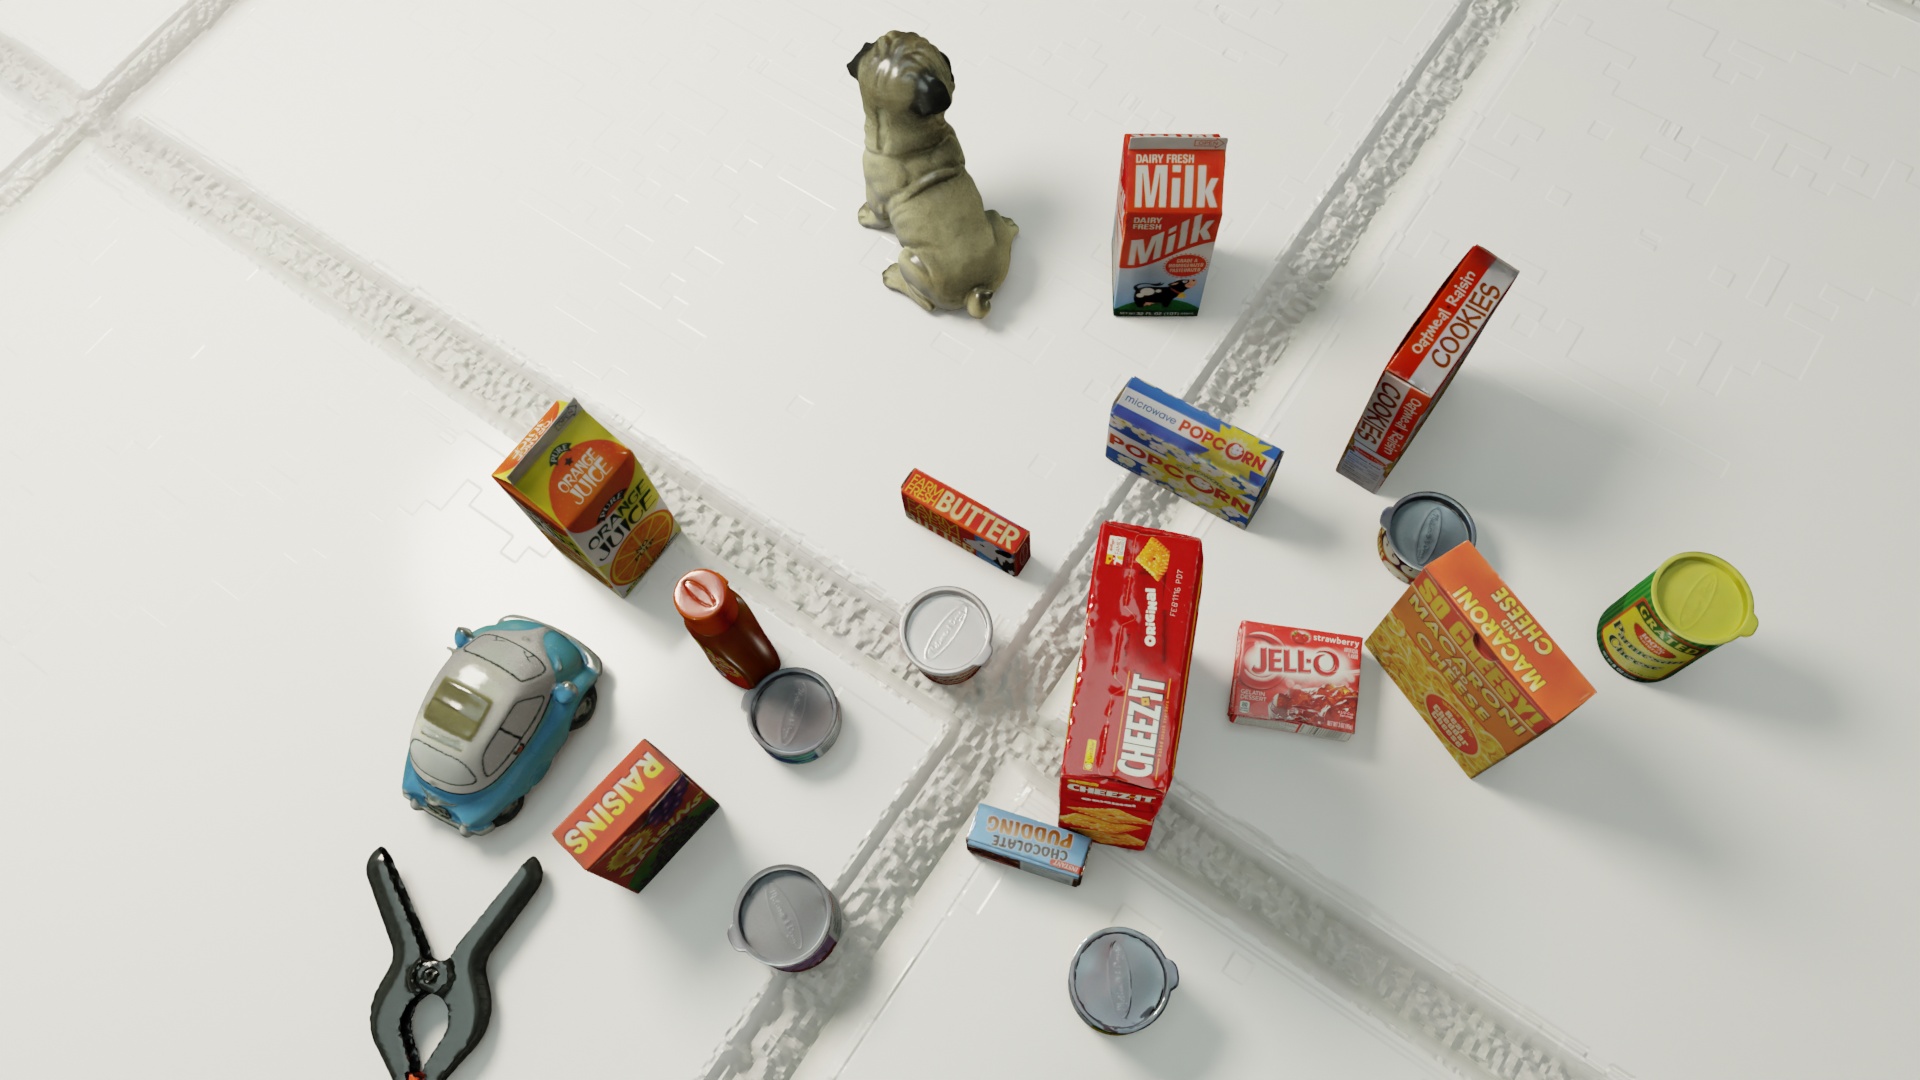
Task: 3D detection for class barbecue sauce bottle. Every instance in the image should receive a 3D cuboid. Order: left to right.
[{"bbox_3d":[-0.167,0.061,0.980,0.065,0.148,0.044,38,75,16],"label":"barbecue sauce bottle"}]

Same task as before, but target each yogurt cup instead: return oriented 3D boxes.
[{"bbox_3d":[-0.009,0.073,1.019,0.072,0.053,0.072,-1,68,2],"label":"yogurt cup"}]

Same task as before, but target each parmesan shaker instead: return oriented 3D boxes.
[{"bbox_3d":[0.501,0.058,0.975,0.071,0.102,0.071,-1,69,2],"label":"parmesan shaker"}]

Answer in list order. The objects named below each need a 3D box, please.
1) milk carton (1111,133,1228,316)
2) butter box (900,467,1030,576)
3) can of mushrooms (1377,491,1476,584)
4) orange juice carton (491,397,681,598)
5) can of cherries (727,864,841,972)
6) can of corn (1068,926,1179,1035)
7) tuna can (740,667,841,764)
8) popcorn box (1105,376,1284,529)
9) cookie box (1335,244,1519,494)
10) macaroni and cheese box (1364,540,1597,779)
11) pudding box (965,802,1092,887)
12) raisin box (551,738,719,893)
[{"bbox_3d":[0.158,-0.250,1.067,0.072,0.190,0.073,0,69,3],"label":"milk carton"},{"bbox_3d":[0.004,-0.013,1.053,0.103,0.053,0.024,29,73,13],"label":"butter box"},{"bbox_3d":[0.347,-0.002,1.043,0.071,0.033,0.071,-1,68,2],"label":"can of mushrooms"},{"bbox_3d":[-0.271,-0.034,0.999,0.073,0.192,0.072,33,74,14],"label":"orange juice carton"},{"bbox_3d":[-0.119,0.259,0.947,0.071,0.058,0.072,-1,68,2],"label":"can of cherries"},{"bbox_3d":[0.107,0.294,0.923,0.071,0.058,0.071,-1,68,2],"label":"can of corn"},{"bbox_3d":[-0.123,0.128,1.013,0.071,0.032,0.071,-1,68,2],"label":"tuna can"},{"bbox_3d":[0.173,-0.066,1.049,0.127,0.085,0.038,29,73,13],"label":"popcorn box"},{"bbox_3d":[0.338,-0.122,1.020,0.040,0.167,0.123,34,74,14],"label":"cookie box"},{"bbox_3d":[0.343,0.085,0.937,0.040,0.166,0.124,-31,70,-9],"label":"macaroni and cheese box"},{"bbox_3d":[0.047,0.212,0.963,0.084,0.049,0.030,16,70,9],"label":"pudding box"},{"bbox_3d":[-0.217,0.190,0.944,0.040,0.123,0.086,40,75,16],"label":"raisin box"}]
